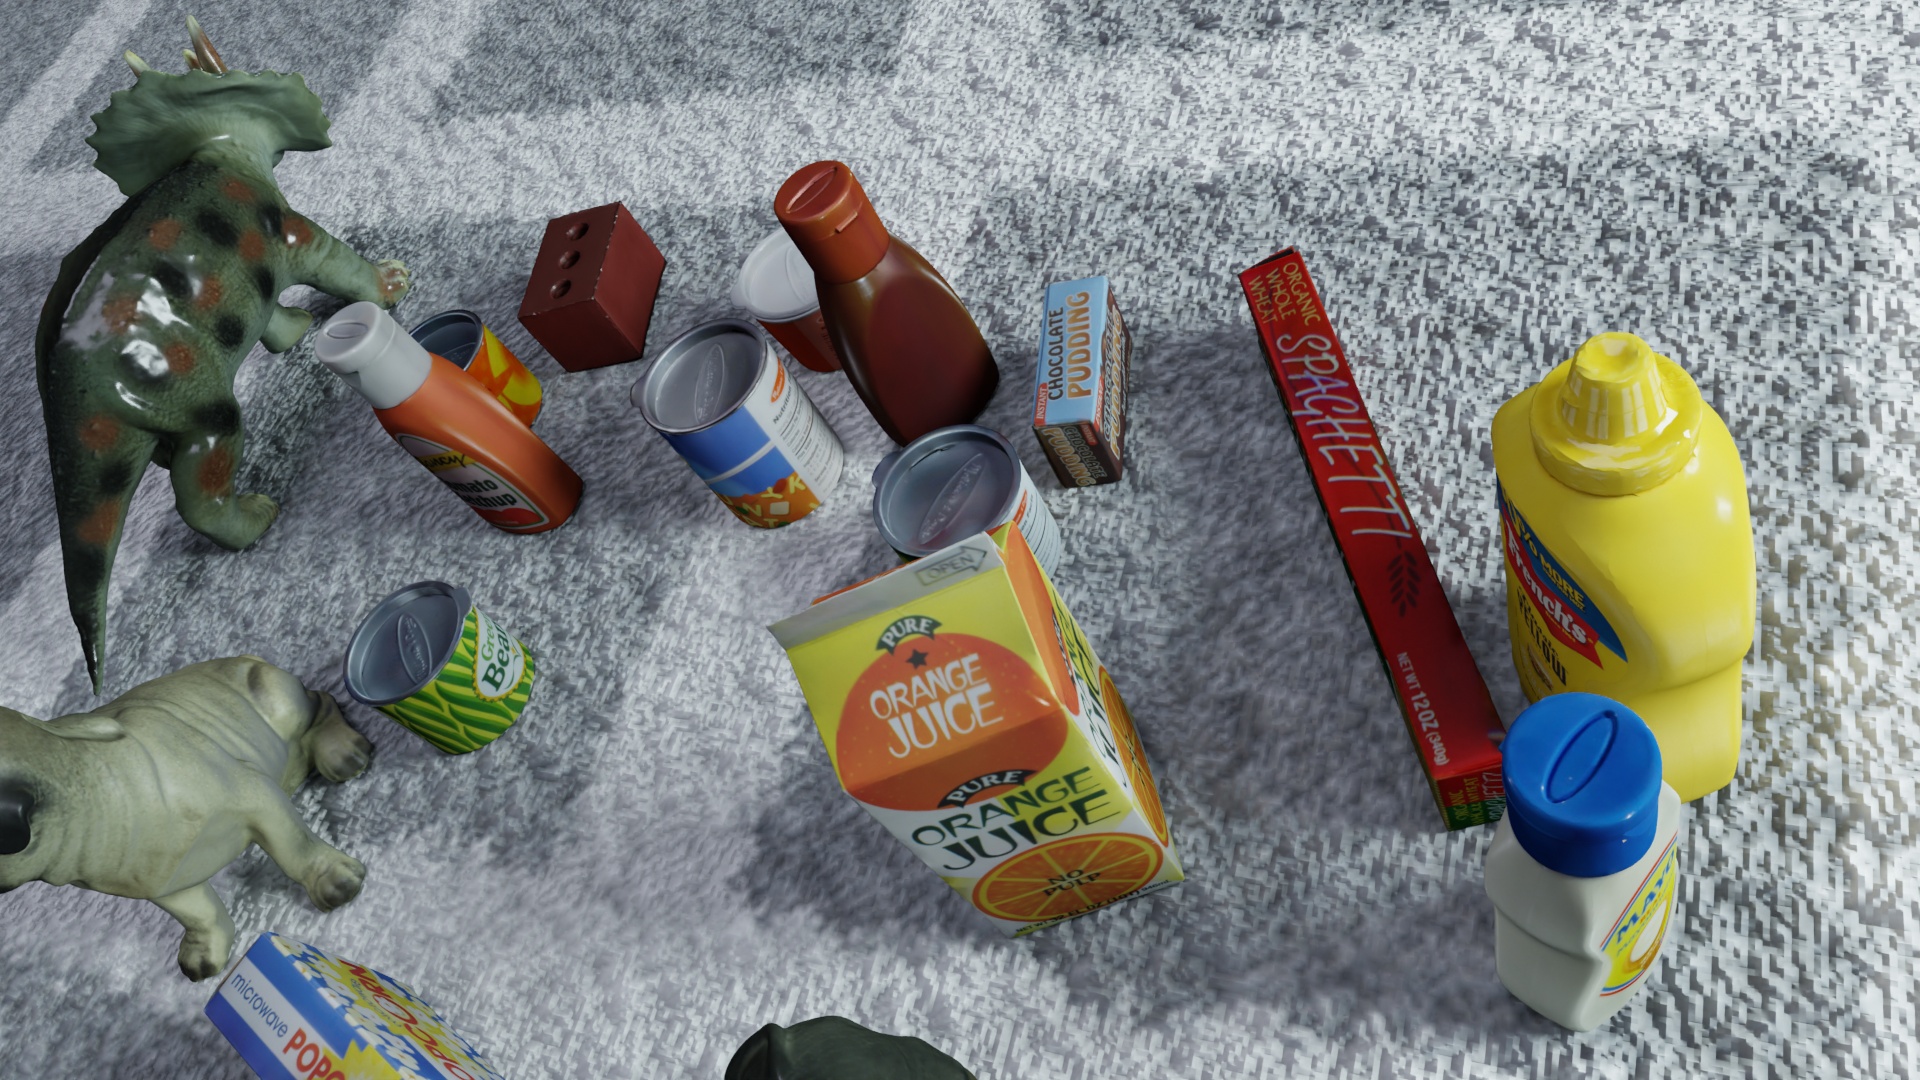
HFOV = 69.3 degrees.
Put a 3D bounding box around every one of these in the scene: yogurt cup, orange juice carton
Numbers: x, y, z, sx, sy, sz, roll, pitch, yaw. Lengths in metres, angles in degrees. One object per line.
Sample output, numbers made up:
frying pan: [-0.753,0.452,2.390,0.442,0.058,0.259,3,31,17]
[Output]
yogurt cup: [-0.073,-0.124,0.716,0.072,0.053,0.073,-12,54,17]
orange juice carton: [0.010,0.061,0.462,0.072,0.192,0.073,-22,52,10]

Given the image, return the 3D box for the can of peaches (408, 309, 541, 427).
can of peaches: [-0.279,-0.085,0.780,0.071,0.058,0.071,-12,54,17]

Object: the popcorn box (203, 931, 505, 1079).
popcorn box: [-0.221,0.207,0.537,0.127,0.085,0.038,23,70,35]

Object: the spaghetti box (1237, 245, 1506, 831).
spaghetti box: [0.156,-0.012,0.536,0.028,0.050,0.251,-19,52,12]

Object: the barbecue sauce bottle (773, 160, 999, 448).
barbecue sauce bottle: [-0.034,-0.104,0.623,0.065,0.148,0.044,-45,51,-8]

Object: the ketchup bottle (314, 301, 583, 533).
ketchup bottle: [-0.255,-0.059,0.693,0.065,0.148,0.044,3,60,27]

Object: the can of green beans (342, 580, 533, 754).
can of green beans: [-0.249,0.062,0.667,0.071,0.057,0.071,-12,54,17]

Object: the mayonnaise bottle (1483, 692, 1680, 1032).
mayonnaise bottle: [0.177,0.091,0.393,0.041,0.147,0.065,31,75,37]

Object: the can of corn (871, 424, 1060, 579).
can of corn: [0.002,-0.008,0.599,0.071,0.058,0.071,-12,54,17]

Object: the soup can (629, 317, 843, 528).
soup can: [-0.105,-0.054,0.663,0.071,0.083,0.072,-12,54,17]

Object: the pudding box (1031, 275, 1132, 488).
pudding box: [0.055,-0.072,0.624,0.030,0.049,0.084,-6,56,21]
